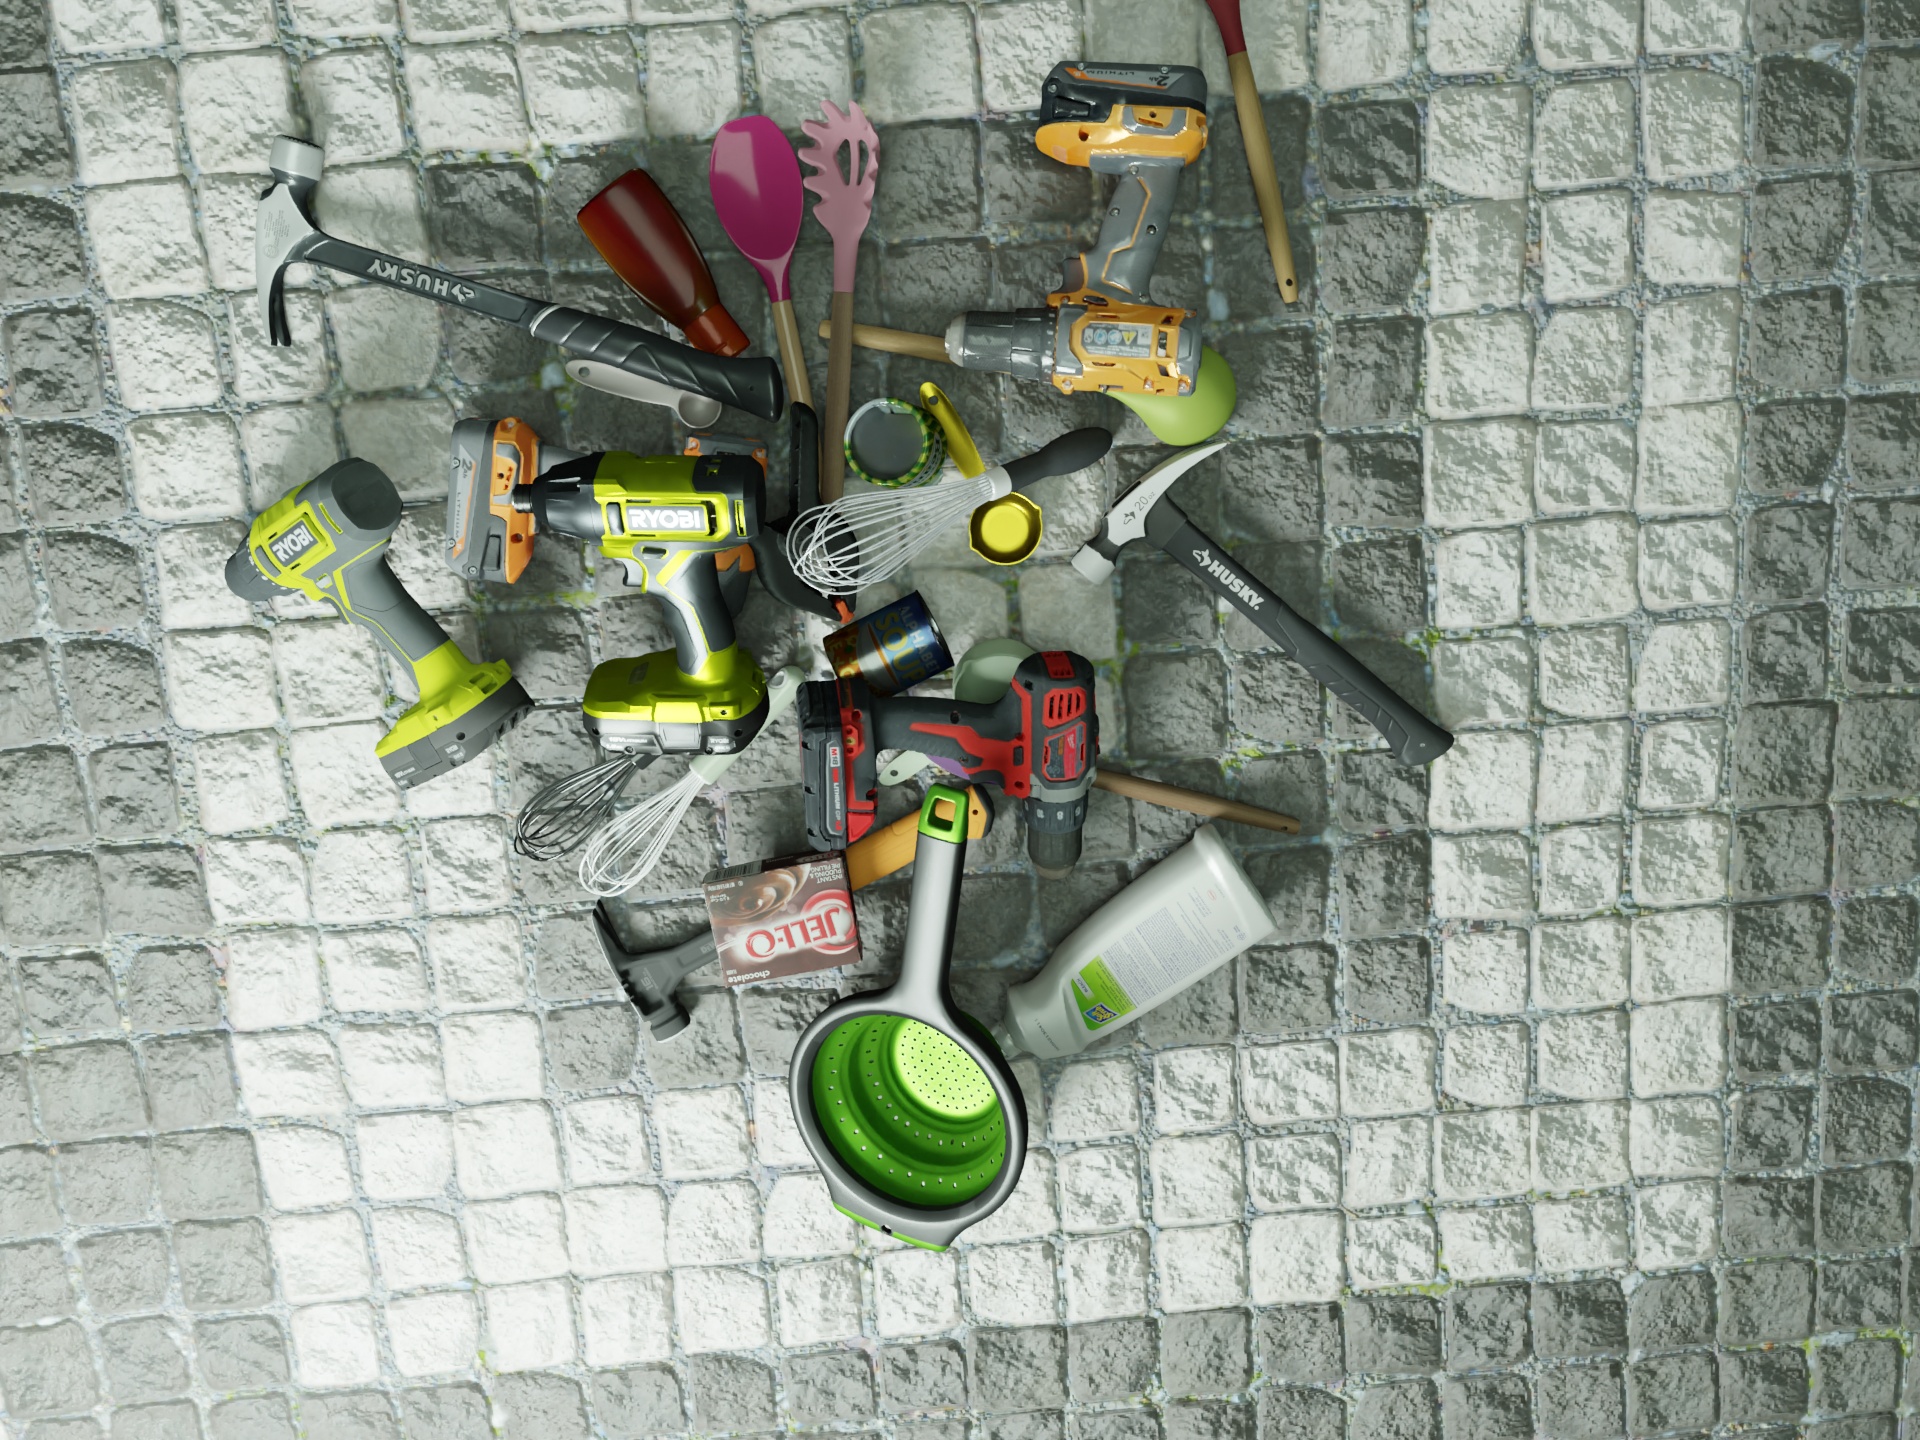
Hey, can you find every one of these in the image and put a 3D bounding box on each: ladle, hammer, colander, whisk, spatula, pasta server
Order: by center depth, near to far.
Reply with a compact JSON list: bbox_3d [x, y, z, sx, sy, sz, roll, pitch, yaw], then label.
[{"bbox_3d":[-0.324,-0.294,1.166,0.409,0.036,0.149,18,103,1],"label":"hammer"},{"bbox_3d":[-0.002,-0.165,1.172,0.284,0.070,0.070,-26,103,-25],"label":"whisk"},{"bbox_3d":[0.209,-0.466,1.178,0.069,0.031,0.315,-16,103,2],"label":"ladle"},{"bbox_3d":[-0.092,-0.290,1.179,0.060,0.040,0.316,9,104,19],"label":"pasta server"},{"bbox_3d":[0.052,-0.270,1.210,0.320,0.062,0.078,11,104,3],"label":"ladle"},{"bbox_3d":[-0.018,0.220,1.243,0.204,0.094,0.397,16,114,20],"label":"colander"},{"bbox_3d":[0.259,-0.078,1.251,0.334,0.035,0.146,38,103,-10],"label":"hammer"},{"bbox_3d":[-0.256,0.030,1.253,0.239,0.055,0.055,-38,100,2],"label":"whisk"},{"bbox_3d":[-0.211,0.048,1.262,0.246,0.058,0.059,-45,134,4],"label":"whisk"},{"bbox_3d":[0.124,0.052,1.273,0.316,0.018,0.059,13,129,-10],"label":"spatula"},{"bbox_3d":[-0.129,0.133,1.284,0.337,0.034,0.127,-27,102,3],"label":"hammer"}]

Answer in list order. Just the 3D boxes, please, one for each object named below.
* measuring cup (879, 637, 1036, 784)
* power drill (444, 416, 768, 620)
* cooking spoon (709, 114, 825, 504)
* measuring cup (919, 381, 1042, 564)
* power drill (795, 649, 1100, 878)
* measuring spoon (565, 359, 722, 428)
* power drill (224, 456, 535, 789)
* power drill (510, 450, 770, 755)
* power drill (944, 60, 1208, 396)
[{"bbox_3d":[-0.002,-0.004,1.264,0.167,0.038,0.083,-37,116,23],"label":"measuring cup"},{"bbox_3d":[-0.265,-0.143,1.200,0.226,0.084,0.164,5,101,-7],"label":"power drill"},{"bbox_3d":[-0.131,-0.291,1.205,0.069,0.017,0.319,-9,101,6],"label":"cooking spoon"},{"bbox_3d":[0.011,-0.191,1.232,0.062,0.029,0.156,-29,89,3],"label":"measuring cup"},{"bbox_3d":[-0.006,0.044,1.207,0.226,0.080,0.187,-5,119,-7],"label":"power drill"},{"bbox_3d":[-0.241,-0.251,1.213,0.124,0.018,0.034,17,87,1],"label":"measuring spoon"},{"bbox_3d":[-0.442,-0.066,1.187,0.190,0.080,0.228,-20,109,39],"label":"power drill"},{"bbox_3d":[-0.221,-0.086,1.141,0.171,0.080,0.223,1,127,2],"label":"power drill"},{"bbox_3d":[0.087,-0.350,1.149,0.185,0.084,0.226,4,91,5],"label":"power drill"}]
